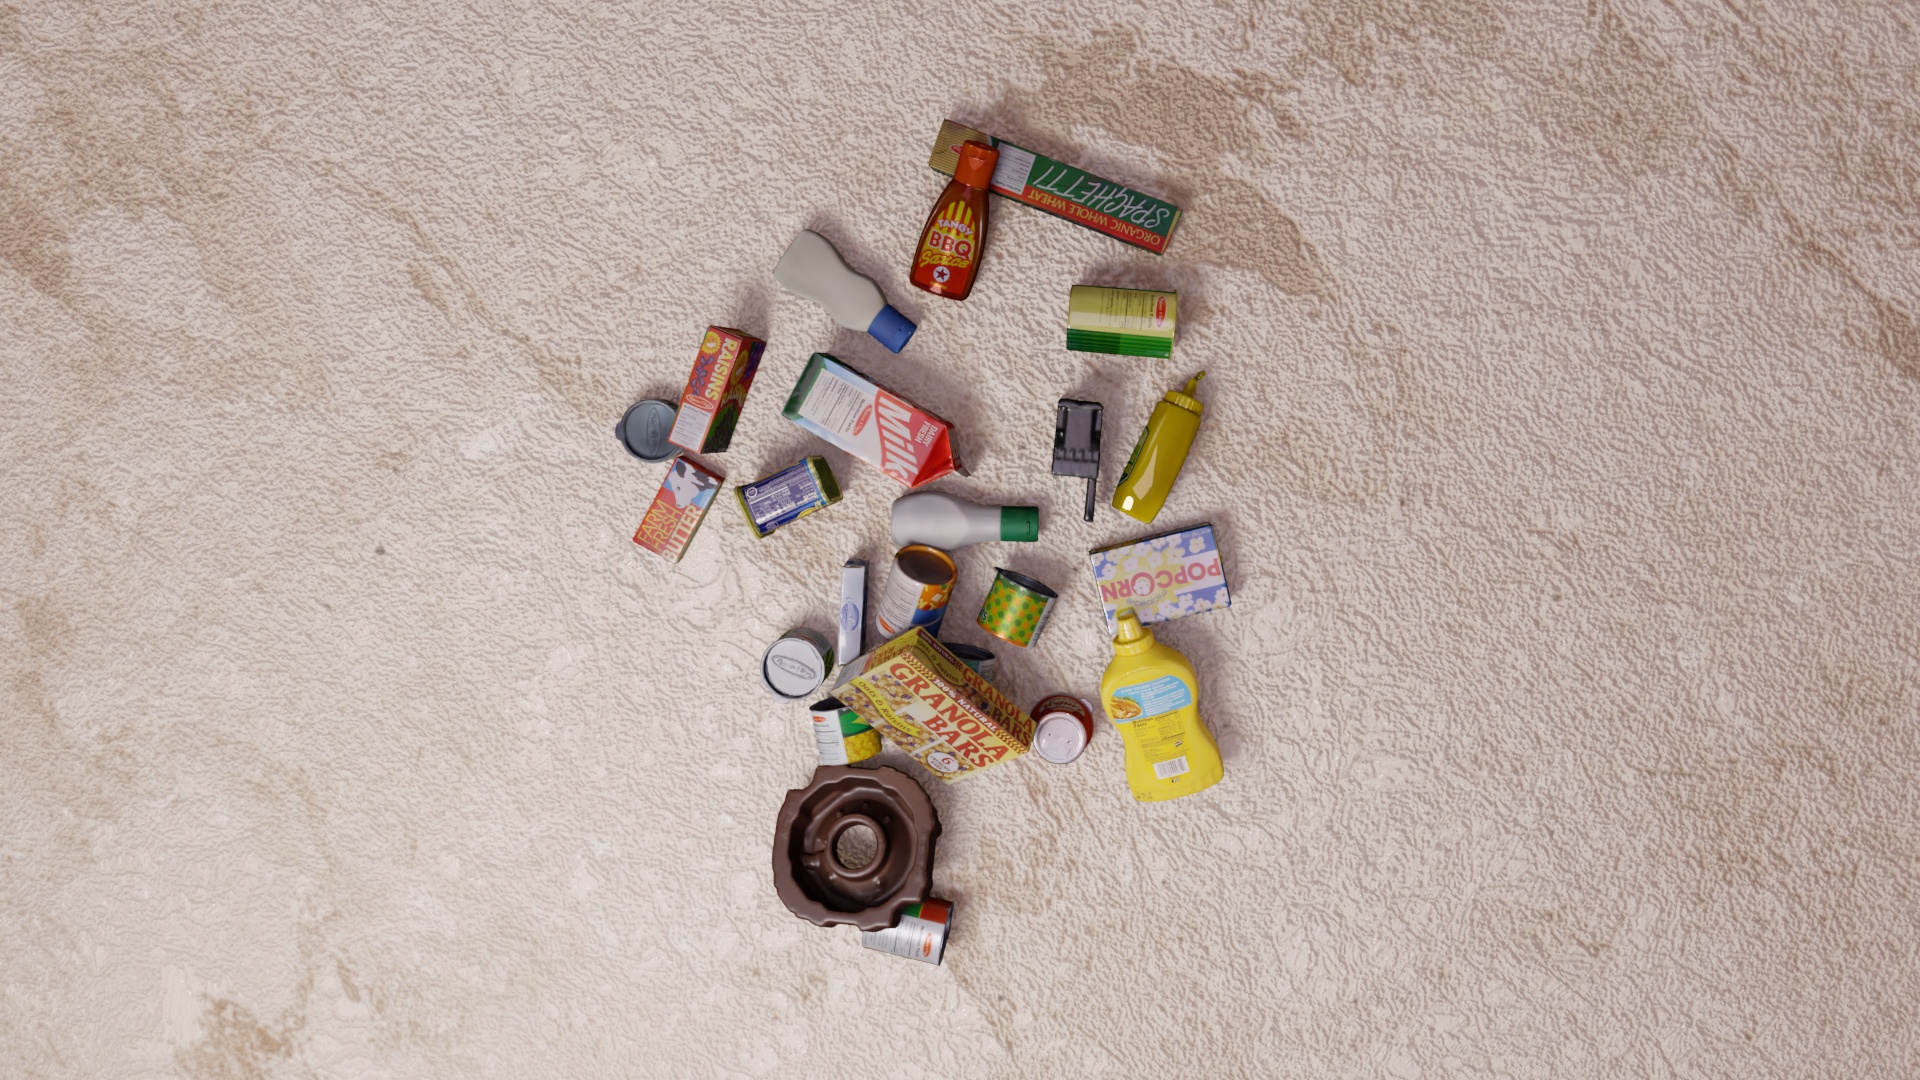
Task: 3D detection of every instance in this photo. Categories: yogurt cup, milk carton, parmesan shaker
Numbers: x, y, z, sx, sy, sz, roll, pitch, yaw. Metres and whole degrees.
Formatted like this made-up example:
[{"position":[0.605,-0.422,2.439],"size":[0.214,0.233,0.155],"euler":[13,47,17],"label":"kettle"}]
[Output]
[{"position":[0.101,0.194,1.410],"size":[0.072,0.054,0.072],"euler":[1,97,6],"label":"yogurt cup"},{"position":[-0.074,-0.111,1.384],"size":[0.191,0.072,0.073],"euler":[30,98,2],"label":"milk carton"},{"position":[0.157,-0.216,1.357],"size":[0.103,0.071,0.071],"euler":[6,97,5],"label":"parmesan shaker"}]

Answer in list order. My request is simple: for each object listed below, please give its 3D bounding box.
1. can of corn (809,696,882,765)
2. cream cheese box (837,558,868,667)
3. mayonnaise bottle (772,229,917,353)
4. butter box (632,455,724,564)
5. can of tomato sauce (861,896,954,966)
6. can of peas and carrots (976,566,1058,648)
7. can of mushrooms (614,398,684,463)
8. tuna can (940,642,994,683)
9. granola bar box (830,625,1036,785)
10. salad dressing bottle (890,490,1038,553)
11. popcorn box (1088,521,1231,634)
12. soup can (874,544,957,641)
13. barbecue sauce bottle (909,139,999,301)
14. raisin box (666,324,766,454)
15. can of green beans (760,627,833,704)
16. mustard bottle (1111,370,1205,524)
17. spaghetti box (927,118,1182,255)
[{"position":[-0.115,0.192,1.424],"size":[0.071,0.071,0.058],"euler":[-10,96,6],"label":"can of corn"},{"position":[-0.109,0.073,1.415],"size":[0.024,0.053,0.103],"euler":[3,97,0],"label":"cream cheese box"},{"position":[-0.112,-0.245,1.389],"size":[0.148,0.041,0.064],"euler":[38,100,-1],"label":"mayonnaise bottle"},{"position":[-0.291,-0.031,1.434],"size":[0.053,0.024,0.103],"euler":[30,98,0],"label":"butter box"},{"position":[-0.054,0.397,1.439],"size":[0.083,0.071,0.071],"euler":[11,97,7],"label":"can of tomato sauce"},{"position":[0.054,0.067,1.395],"size":[0.071,0.071,0.058],"euler":[24,98,2],"label":"can of peas and carrots"},{"position":[-0.315,-0.113,1.423],"size":[0.071,0.033,0.071],"euler":[1,97,5],"label":"can of mushrooms"},{"position":[-0.003,0.127,1.406],"size":[0.071,0.071,0.032],"euler":[10,98,4],"label":"tuna can"},{"position":[-0.026,0.165,1.371],"size":[0.165,0.039,0.123],"euler":[41,133,-20],"label":"granola bar box"},{"position":[0.005,-0.018,1.401],"size":[0.148,0.044,0.064],"euler":[2,101,4],"label":"salad dressing bottle"},{"position":[0.200,0.037,1.392],"size":[0.127,0.038,0.085],"euler":[-14,96,6],"label":"popcorn box"},{"position":[-0.042,0.055,1.388],"size":[0.071,0.072,0.083],"euler":[21,125,2],"label":"soup can"},{"position":[-0.001,-0.312,1.352],"size":[0.065,0.044,0.148],"euler":[19,113,1],"label":"barbecue sauce bottle"},{"position":[-0.242,-0.150,1.386],"size":[0.040,0.086,0.123],"euler":[23,98,7],"label":"raisin box"},{"position":[-0.167,0.126,1.423],"size":[0.071,0.058,0.071],"euler":[1,96,5],"label":"can of green beans"},{"position":[0.201,-0.096,1.368],"size":[0.049,0.065,0.160],"euler":[25,92,-4],"label":"mustard bottle"},{"position":[0.092,-0.346,1.366],"size":[0.250,0.029,0.050],"euler":[22,98,2],"label":"spaghetti box"}]
